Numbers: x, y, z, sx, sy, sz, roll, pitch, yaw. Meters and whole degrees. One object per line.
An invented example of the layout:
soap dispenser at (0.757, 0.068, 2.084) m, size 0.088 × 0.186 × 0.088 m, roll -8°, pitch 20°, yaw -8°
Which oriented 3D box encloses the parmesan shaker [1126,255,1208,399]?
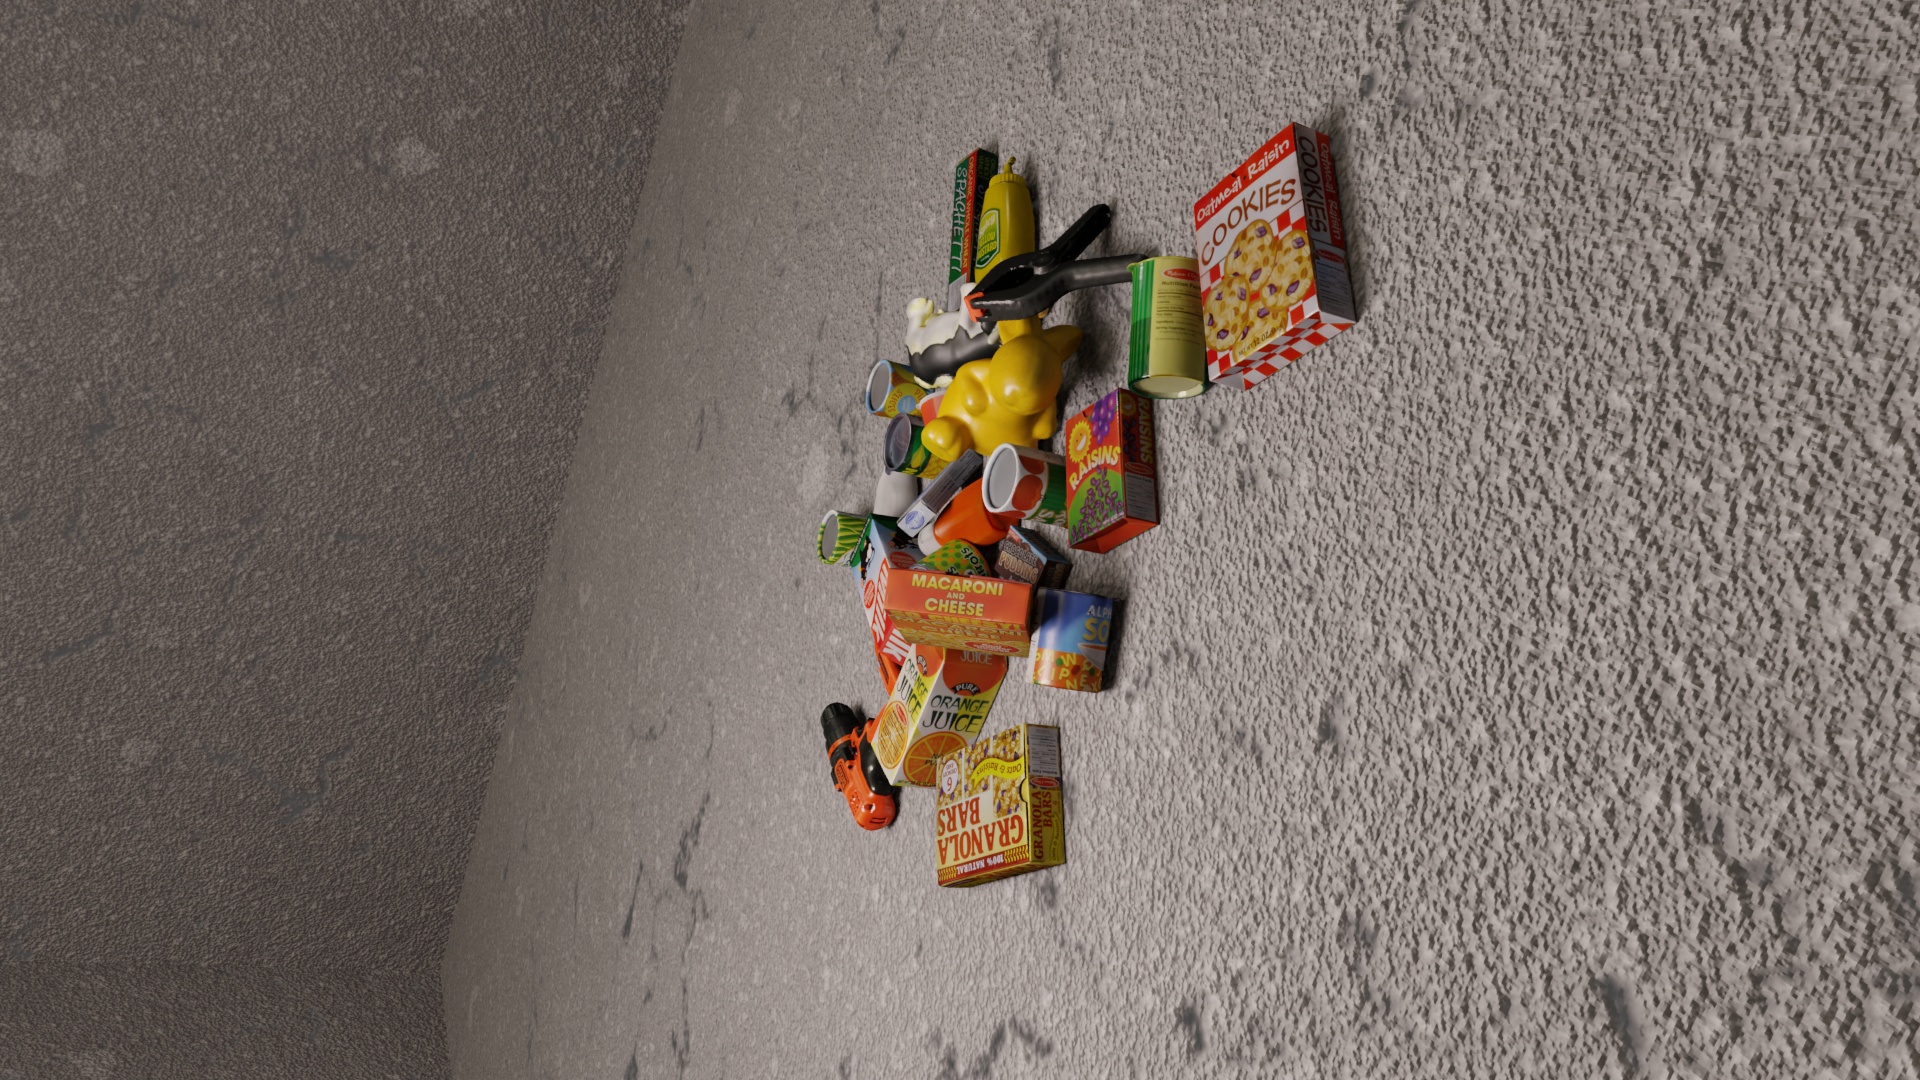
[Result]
parmesan shaker at (0.170, -0.174, 1.147) m, size 0.071 × 0.071 × 0.103 m, roll -16°, pitch 66°, yaw 59°

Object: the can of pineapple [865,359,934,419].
can of pineapple at (-0.070, -0.171, 1.606) m, size 0.070 × 0.058 × 0.071 m, roll -31°, pitch 54°, yaw 54°

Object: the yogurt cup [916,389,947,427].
yogurt cup at (-0.007, -0.124, 1.468) m, size 0.072 × 0.072 × 0.054 m, roll -29°, pitch 63°, yaw 55°

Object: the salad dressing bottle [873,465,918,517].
salad dressing bottle at (-0.070, -0.064, 1.585) m, size 0.064 × 0.044 × 0.148 m, roll -8°, pitch 71°, yaw 63°

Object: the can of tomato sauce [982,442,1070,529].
can of tomato sauce at (0.071, -0.048, 1.270) m, size 0.071 × 0.083 × 0.071 m, roll -32°, pitch 53°, yaw 55°

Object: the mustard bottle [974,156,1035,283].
mustard bottle at (0.047, -0.333, 1.458) m, size 0.065 × 0.049 × 0.160 m, roll -23°, pitch 60°, yaw 54°

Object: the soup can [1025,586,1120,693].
soup can at (0.097, 0.086, 1.195) m, size 0.071 × 0.071 × 0.084 m, roll 2°, pitch 83°, yaw 62°

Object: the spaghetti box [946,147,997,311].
spaghetti box at (0.011, -0.313, 1.540) m, size 0.050 × 0.029 × 0.250 m, roll -20°, pitch 62°, yaw 58°

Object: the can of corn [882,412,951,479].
can of corn at (-0.046, -0.101, 1.536) m, size 0.071 × 0.058 × 0.071 m, roll -31°, pitch 54°, yaw 54°

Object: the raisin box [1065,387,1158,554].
raisin box at (0.130, -0.060, 1.213) m, size 0.085 × 0.040 × 0.124 m, roll -33°, pitch 51°, yaw 55°

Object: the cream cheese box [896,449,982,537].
cream cheese box at (-0.021, -0.051, 1.446) m, size 0.053 × 0.024 × 0.104 m, roll -43°, pitch 6°, yaw 49°

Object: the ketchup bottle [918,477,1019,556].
ketchup bottle at (0.005, -0.018, 1.424) m, size 0.148 × 0.043 × 0.065 m, roll -28°, pitch 62°, yaw 56°

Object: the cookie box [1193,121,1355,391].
cookie box at (0.237, -0.217, 1.070) m, size 0.122 × 0.040 × 0.168 m, roll -34°, pitch 51°, yaw 53°

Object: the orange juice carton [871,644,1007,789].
orange juice carton at (-0.016, 0.148, 1.371) m, size 0.192 × 0.072 × 0.073 m, roll -68°, pitch 30°, yaw 21°

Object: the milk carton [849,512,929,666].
milk carton at (-0.055, 0.060, 1.474) m, size 0.072 × 0.073 × 0.191 m, roll -63°, pitch 32°, yaw 32°

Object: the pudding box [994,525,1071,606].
pudding box at (0.068, 0.024, 1.307) m, size 0.084 × 0.030 × 0.049 m, roll 47°, pitch 120°, yaw 57°

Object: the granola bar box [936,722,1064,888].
granola bar box at (0.032, 0.247, 1.279) m, size 0.165 × 0.039 × 0.124 m, roll -34°, pitch 51°, yaw 53°

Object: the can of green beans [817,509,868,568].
can of green beans at (-0.132, 0.000, 1.658) m, size 0.071 × 0.058 × 0.071 m, roll -31°, pitch 54°, yaw 55°

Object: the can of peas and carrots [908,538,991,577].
can of peas and carrots at (-0.009, 0.039, 1.386) m, size 0.071 × 0.059 × 0.070 m, roll 32°, pitch 140°, yaw 32°

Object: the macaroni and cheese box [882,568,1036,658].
macaroni and cheese box at (0.003, 0.065, 1.232) m, size 0.166 × 0.124 × 0.040 m, roll 72°, pitch -155°, yaw -75°
